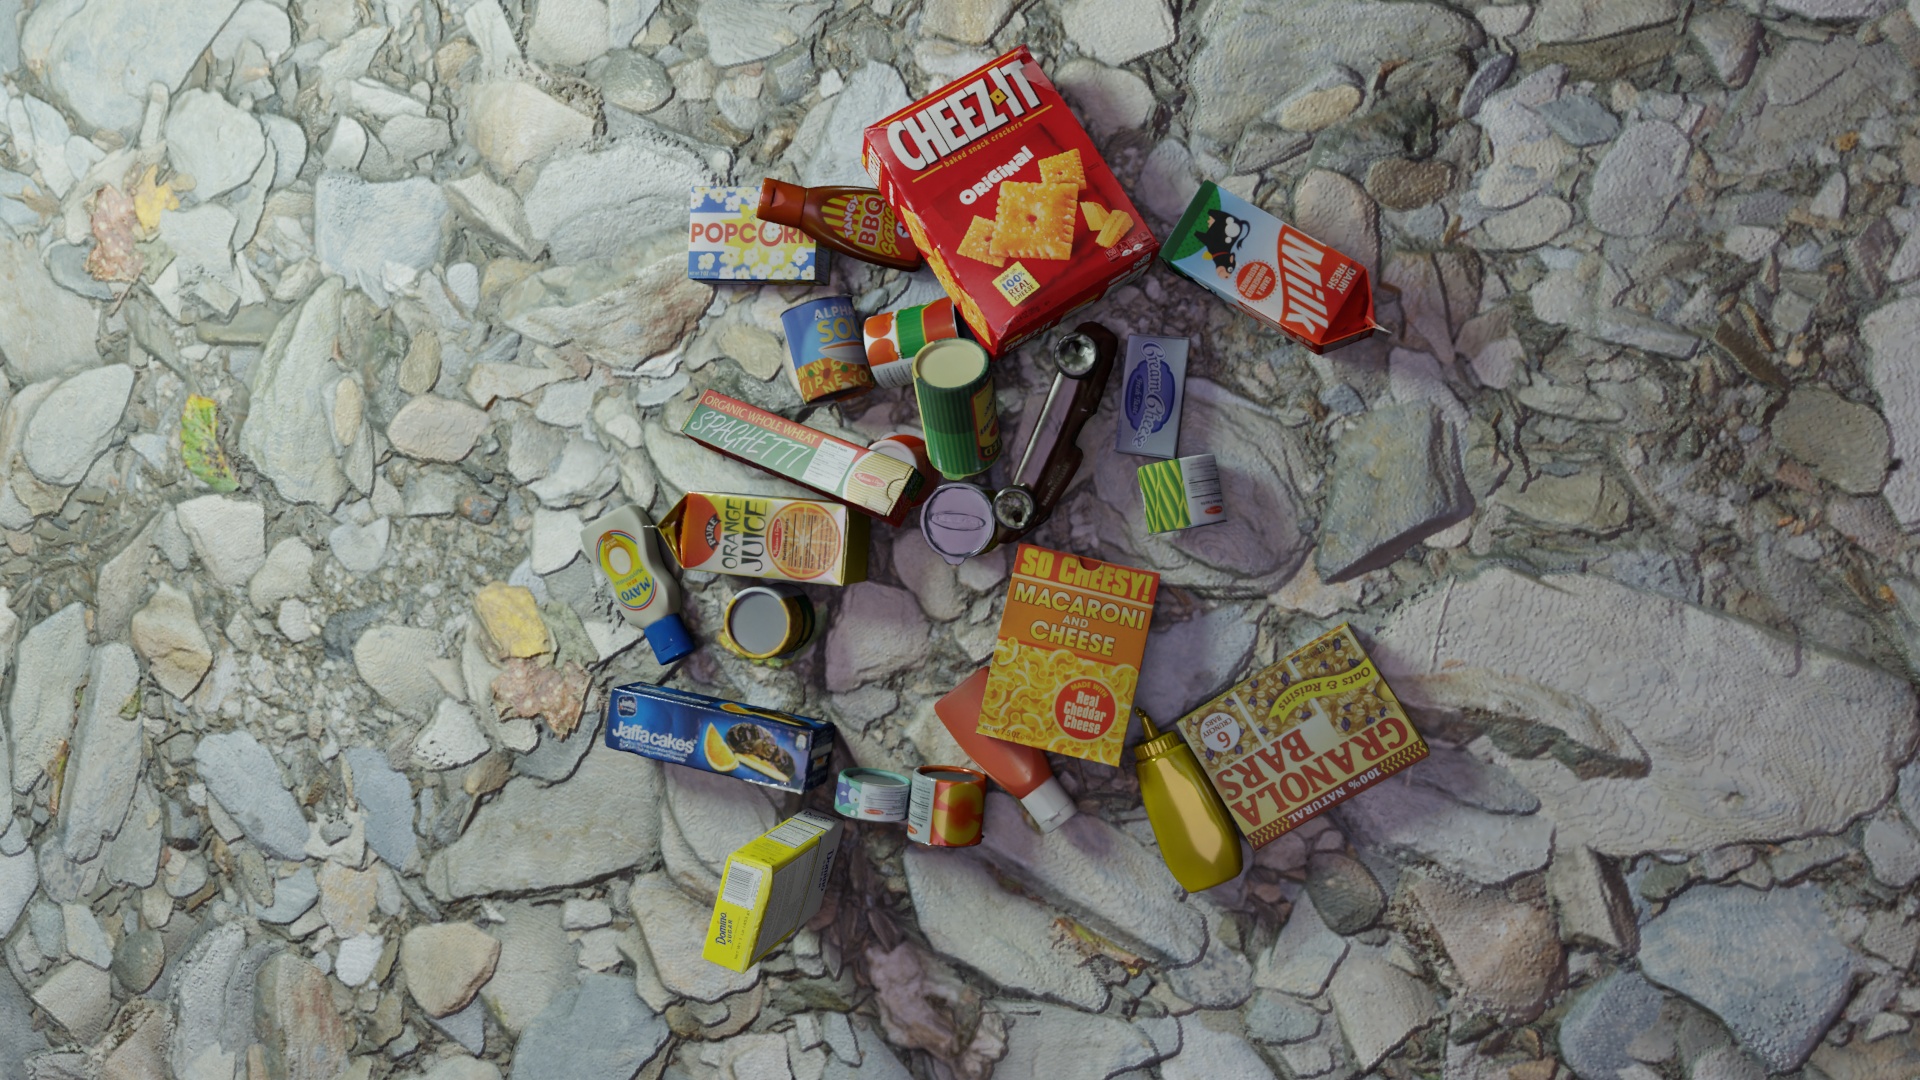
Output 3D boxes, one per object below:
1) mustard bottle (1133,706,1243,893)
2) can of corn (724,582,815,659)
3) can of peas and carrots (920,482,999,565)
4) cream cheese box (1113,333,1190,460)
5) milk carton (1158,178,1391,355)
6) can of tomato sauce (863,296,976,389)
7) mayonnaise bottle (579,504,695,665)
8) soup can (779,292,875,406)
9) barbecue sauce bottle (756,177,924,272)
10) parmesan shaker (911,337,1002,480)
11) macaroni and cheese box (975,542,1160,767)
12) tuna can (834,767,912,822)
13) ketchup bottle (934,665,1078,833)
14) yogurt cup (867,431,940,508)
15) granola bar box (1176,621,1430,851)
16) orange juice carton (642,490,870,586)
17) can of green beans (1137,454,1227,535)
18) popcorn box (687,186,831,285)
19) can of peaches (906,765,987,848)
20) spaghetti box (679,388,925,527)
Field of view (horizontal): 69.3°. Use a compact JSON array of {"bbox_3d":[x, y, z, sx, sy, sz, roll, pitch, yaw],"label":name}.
[{"bbox_3d":[0.184,0.213,1.172,0.065,0.049,0.160,-24,85,14],"label":"mustard bottle"},{"bbox_3d":[-0.172,0.075,1.253,0.071,0.058,0.071,0,91,14],"label":"can of corn"},{"bbox_3d":[0.004,-0.015,1.208,0.071,0.059,0.071,1,92,14],"label":"can of peas and carrots"},{"bbox_3d":[0.164,-0.123,1.184,0.053,0.024,0.103,7,93,13],"label":"cream cheese box"},{"bbox_3d":[0.264,-0.212,1.133,0.191,0.072,0.073,33,98,11],"label":"milk carton"},{"bbox_3d":[-0.034,-0.174,1.211,0.083,0.071,0.071,-12,88,14],"label":"can of tomato sauce"},{"bbox_3d":[-0.295,0.043,1.291,0.064,0.041,0.148,-29,84,11],"label":"mayonnaise bottle"},{"bbox_3d":[-0.115,-0.168,1.230,0.071,0.071,0.084,-16,88,14],"label":"soup can"},{"bbox_3d":[-0.101,-0.280,1.209,0.149,0.043,0.065,12,90,-11],"label":"barbecue sauce bottle"},{"bbox_3d":[-0.003,-0.111,1.174,0.071,0.102,0.072,-4,50,5],"label":"parmesan shaker"},{"bbox_3d":[0.092,0.096,1.174,0.124,0.040,0.166,13,84,5],"label":"macaroni and cheese box"},{"bbox_3d":[-0.078,0.224,1.230,0.071,0.071,0.033,9,93,14],"label":"tuna can"},{"bbox_3d":[0.044,0.185,1.209,0.064,0.043,0.149,-38,82,8],"label":"ketchup bottle"},{"bbox_3d":[-0.056,-0.061,1.224,0.072,0.054,0.072,0,92,14],"label":"yogurt cup"},{"bbox_3d":[0.282,0.162,1.152,0.165,0.039,0.124,-33,84,13],"label":"granola bar box"},{"bbox_3d":[-0.183,-0.005,1.247,0.193,0.072,0.073,5,93,13],"label":"orange juice carton"},{"bbox_3d":[0.184,-0.038,1.159,0.071,0.071,0.058,-11,88,14],"label":"can of green beans"},{"bbox_3d":[-0.182,-0.276,1.260,0.127,0.038,0.085,4,91,14],"label":"popcorn box"},{"bbox_3d":[-0.010,0.231,1.213,0.071,0.071,0.058,5,92,14],"label":"can of peaches"},{"bbox_3d":[-0.142,-0.075,1.212,0.250,0.028,0.050,22,77,32],"label":"spaghetti box"}]
